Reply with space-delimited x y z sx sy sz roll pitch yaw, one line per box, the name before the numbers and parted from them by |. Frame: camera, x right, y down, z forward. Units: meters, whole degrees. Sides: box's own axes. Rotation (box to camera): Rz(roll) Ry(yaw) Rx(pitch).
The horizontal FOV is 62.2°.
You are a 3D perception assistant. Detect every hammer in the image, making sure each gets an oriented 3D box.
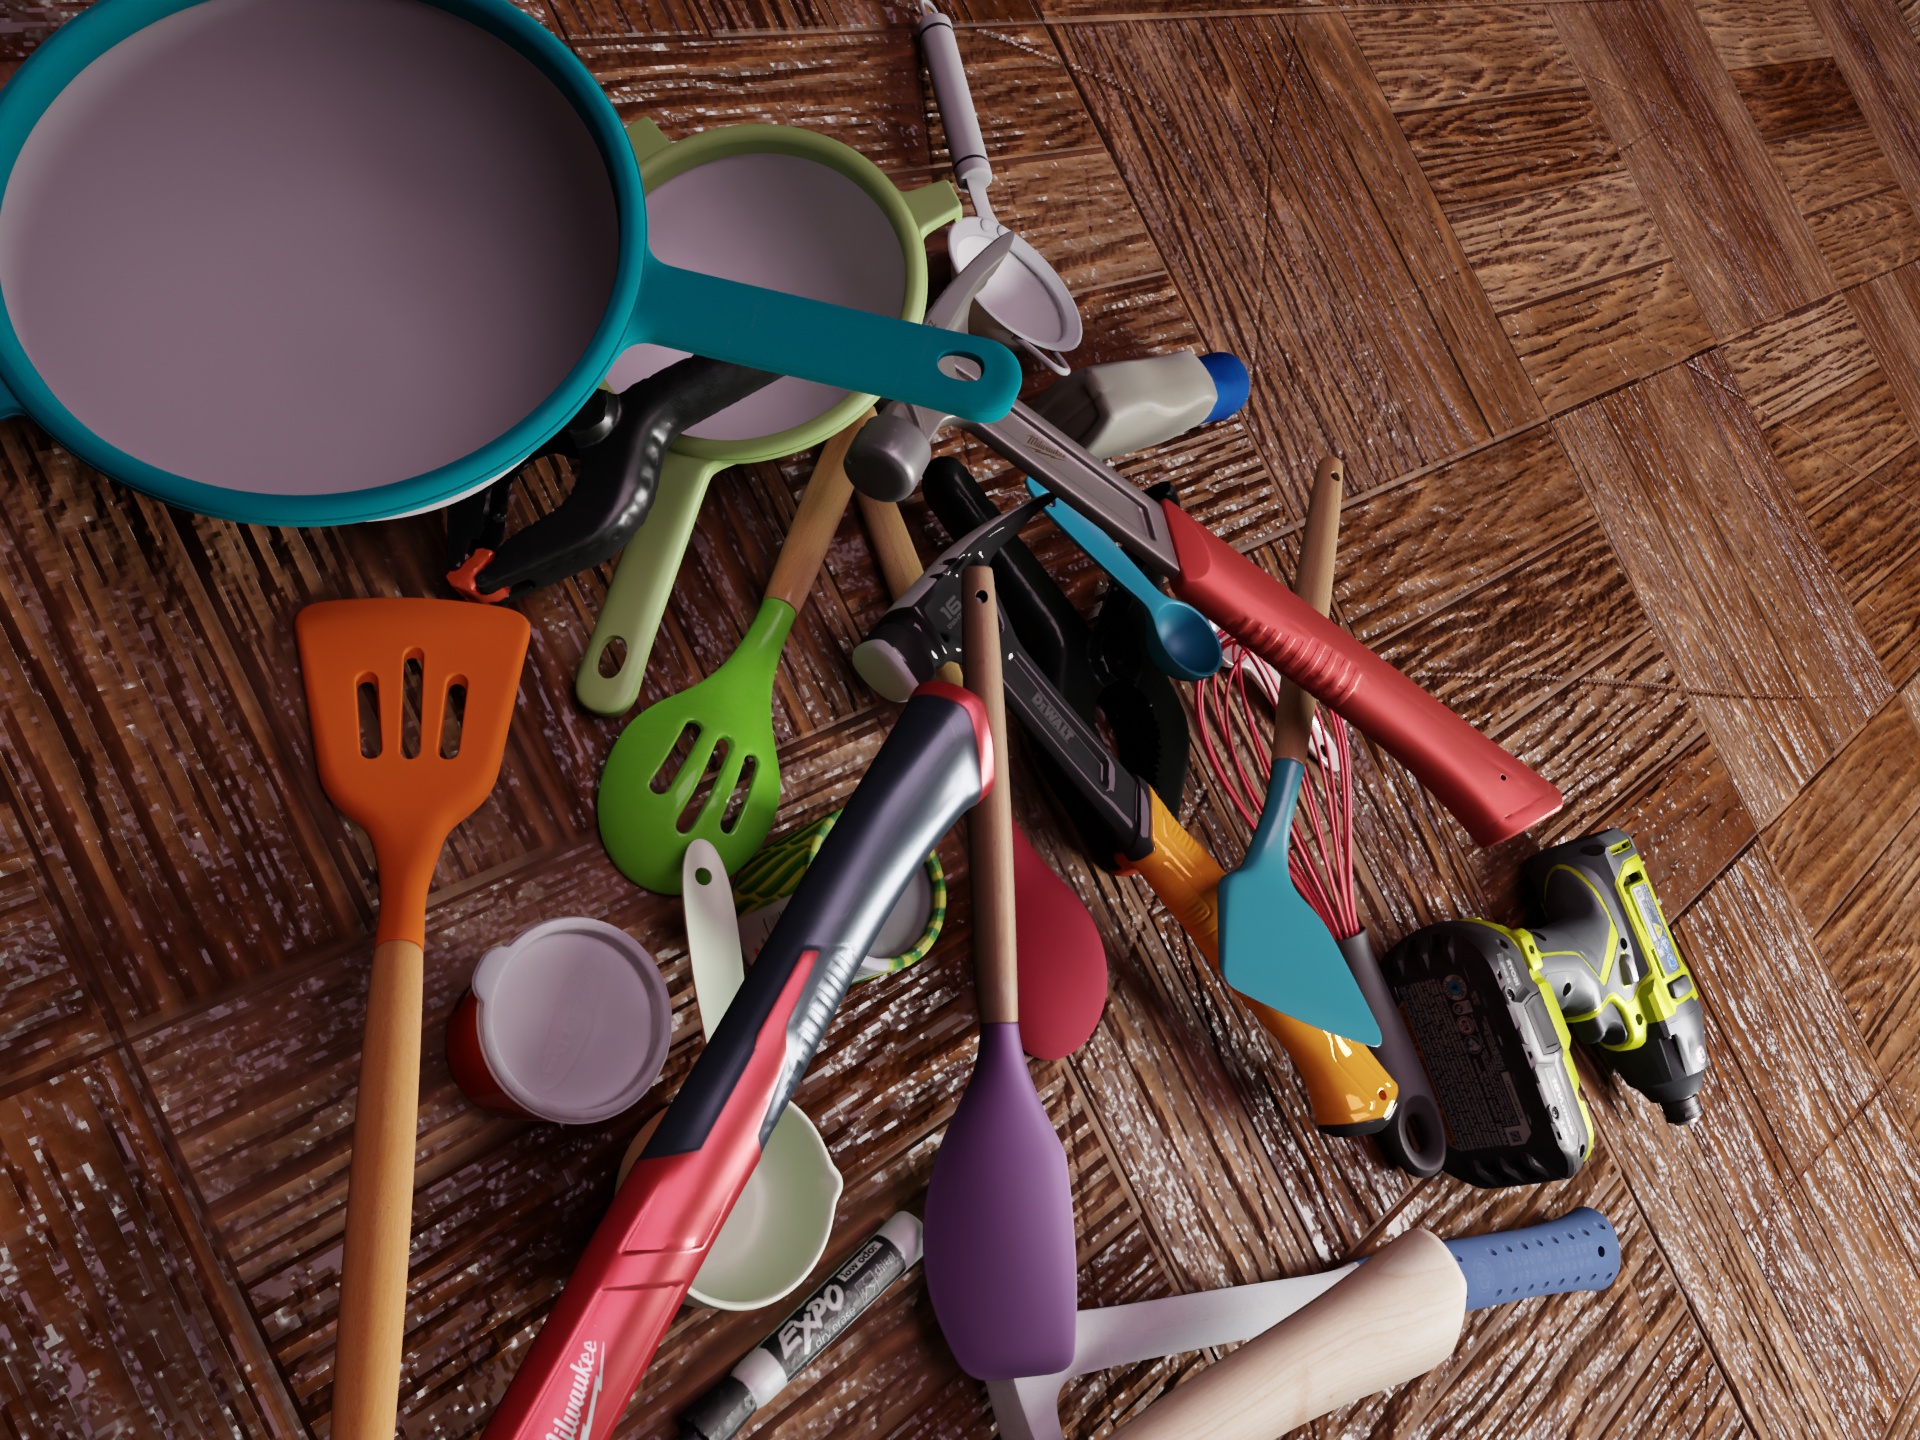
hammer | -0.095 0.131 0.505 0.143 0.038 0.386 40 58 -19
hammer | 0.175 0.270 0.730 0.405 0.035 0.144 7 68 -36
hammer | 0.124 -0.063 0.707 0.359 0.036 0.149 34 57 -11
hammer | 0.034 0.283 0.572 0.410 0.038 0.146 -21 83 -32
hammer | 0.096 0.056 0.718 0.336 0.034 0.127 51 56 -13

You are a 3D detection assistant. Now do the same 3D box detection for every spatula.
spatula | -0.172 0.085 0.480 0.081 0.041 0.323 1 45 -16
spatula | 0.163 -0.004 0.738 0.082 0.044 0.318 24 59 -17
spatula | 0.011 0.093 0.626 0.059 0.018 0.316 0 80 -10

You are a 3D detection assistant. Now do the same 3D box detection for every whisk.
whisk | 0.186 0.090 0.800 0.073 0.073 0.296 -20 91 -41

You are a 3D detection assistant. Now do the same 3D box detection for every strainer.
strainer | -0.152 -0.137 0.557 0.340 0.095 0.211 11 72 -7
strainer | -0.100 -0.118 0.658 0.151 0.069 0.256 15 79 10
strainer | 0.008 -0.275 0.825 0.086 0.050 0.259 7 62 -42

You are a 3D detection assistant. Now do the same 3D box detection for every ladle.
ladle | -0.001 -0.002 0.714 0.069 0.031 0.315 -13 78 -43

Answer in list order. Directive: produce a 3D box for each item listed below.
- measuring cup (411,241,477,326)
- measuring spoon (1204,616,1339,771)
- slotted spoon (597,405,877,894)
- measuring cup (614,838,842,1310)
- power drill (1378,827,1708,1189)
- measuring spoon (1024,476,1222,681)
measuring cup | -0.186 -0.216 0.654 0.062 0.029 0.157 22 62 -29
measuring spoon | 0.165 -0.013 0.857 0.124 0.018 0.034 46 49 -22
slotted spoon | -0.070 -0.069 0.675 0.070 0.031 0.314 31 58 -19
measuring cup | -0.093 0.128 0.581 0.083 0.038 0.168 5 67 -36
power drill | 0.332 0.163 0.870 0.223 0.080 0.171 -12 79 -43
measuring spoon | 0.072 -0.065 0.756 0.128 0.021 0.042 45 43 -2
